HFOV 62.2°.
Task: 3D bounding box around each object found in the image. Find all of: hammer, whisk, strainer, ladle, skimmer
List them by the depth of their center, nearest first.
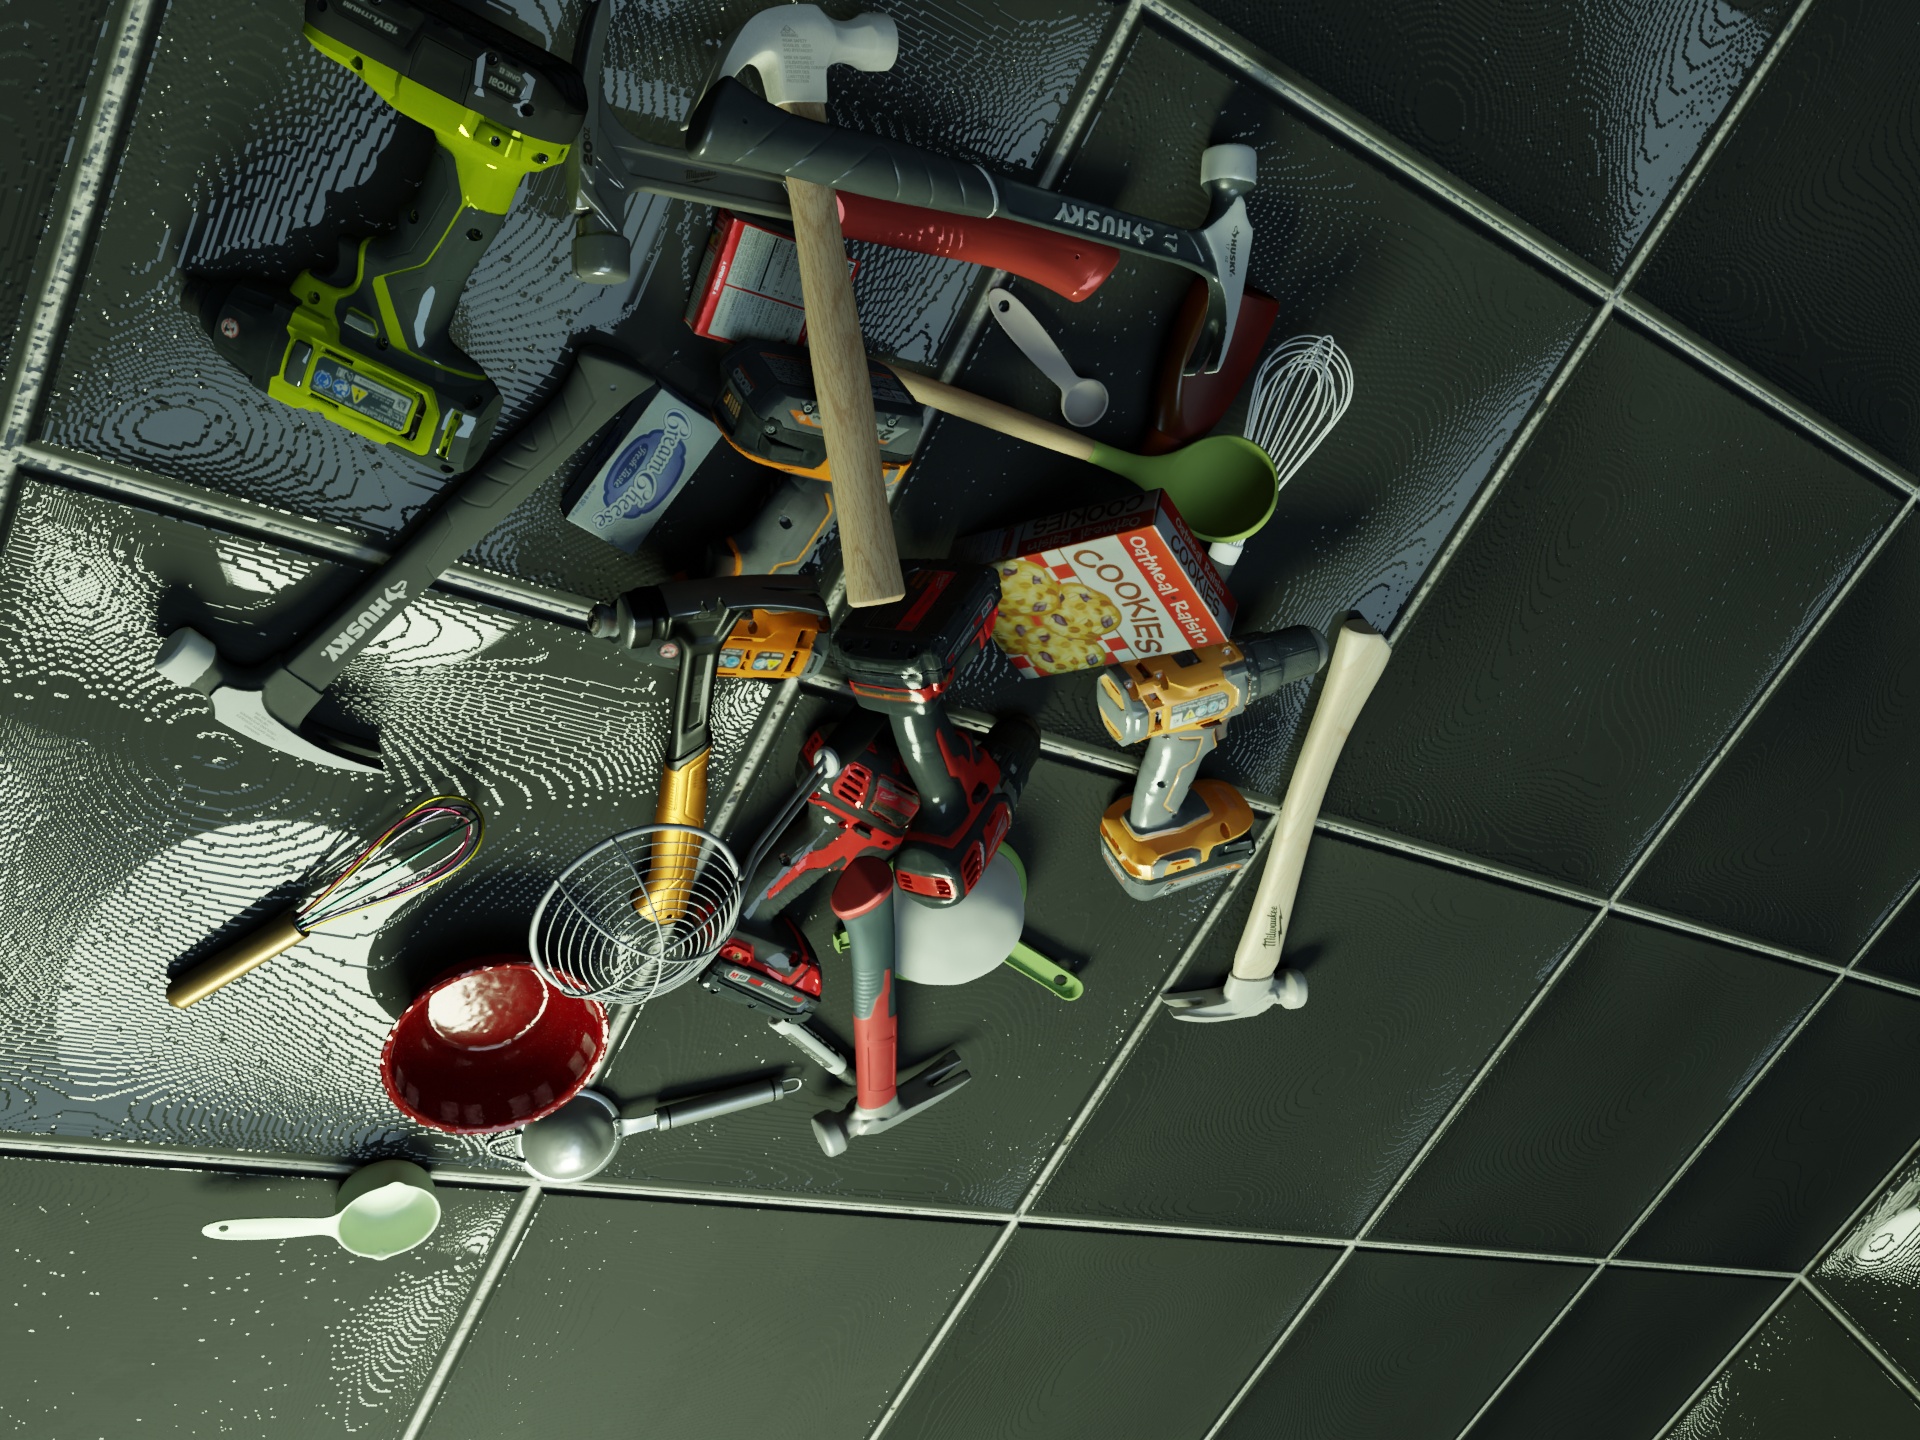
[{"bbox_3d":[-0.075,-0.229,0.898,0.130,0.031,0.331,-14,100,-31],"label":"hammer"},{"bbox_3d":[0.026,-0.299,0.928,0.408,0.036,0.149,0,94,-38],"label":"hammer"},{"bbox_3d":[-0.057,-0.313,0.946,0.359,0.037,0.149,0,95,-32],"label":"hammer"},{"bbox_3d":[-0.317,-0.104,0.975,0.335,0.035,0.146,-42,129,5],"label":"hammer"},{"bbox_3d":[-0.139,0.050,1.031,0.090,0.363,0.127,16,125,14],"label":"skimmer"},{"bbox_3d":[0.068,-0.192,1.059,0.320,0.062,0.078,16,78,-19],"label":"ladle"},{"bbox_3d":[-0.178,0.032,1.072,0.127,0.034,0.336,-8,142,-24],"label":"hammer"},{"bbox_3d":[-0.428,0.123,1.074,0.245,0.051,0.047,-31,109,1],"label":"whisk"},{"bbox_3d":[0.211,-0.156,1.186,0.070,0.070,0.284,5,123,-28],"label":"whisk"},{"bbox_3d":[-0.053,0.218,1.234,0.143,0.038,0.386,-24,146,-20],"label":"hammer"},{"bbox_3d":[-0.250,0.325,1.293,0.258,0.050,0.086,-10,110,-24],"label":"strainer"},{"bbox_3d":[0.029,0.193,1.319,0.151,0.069,0.256,-47,127,9],"label":"strainer"},{"bbox_3d":[0.288,0.099,1.405,0.146,0.038,0.410,-3,122,-23],"label":"hammer"}]

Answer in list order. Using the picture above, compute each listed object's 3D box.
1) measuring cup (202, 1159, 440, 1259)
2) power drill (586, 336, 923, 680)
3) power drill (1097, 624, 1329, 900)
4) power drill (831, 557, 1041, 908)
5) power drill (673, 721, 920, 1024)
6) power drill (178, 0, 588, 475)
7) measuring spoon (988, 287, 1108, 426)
[{"bbox_3d":[-0.484,0.371,1.210,0.167,0.038,0.083,5,119,-26],"label":"measuring cup"},{"bbox_3d":[-0.133,-0.121,1.003,0.164,0.084,0.226,1,130,-36],"label":"power drill"},{"bbox_3d":[0.198,0.025,1.268,0.185,0.084,0.226,-17,134,-16],"label":"power drill"},{"bbox_3d":[-0.002,-0.004,1.125,0.188,0.080,0.226,-55,143,-44],"label":"power drill"},{"bbox_3d":[-0.103,0.115,1.202,0.143,0.079,0.219,30,102,-38],"label":"power drill"},{"bbox_3d":[-0.303,-0.262,0.834,0.171,0.080,0.223,25,112,-8],"label":"power drill"},{"bbox_3d":[0.056,-0.248,1.077,0.034,0.018,0.124,-43,122,6],"label":"measuring spoon"}]
